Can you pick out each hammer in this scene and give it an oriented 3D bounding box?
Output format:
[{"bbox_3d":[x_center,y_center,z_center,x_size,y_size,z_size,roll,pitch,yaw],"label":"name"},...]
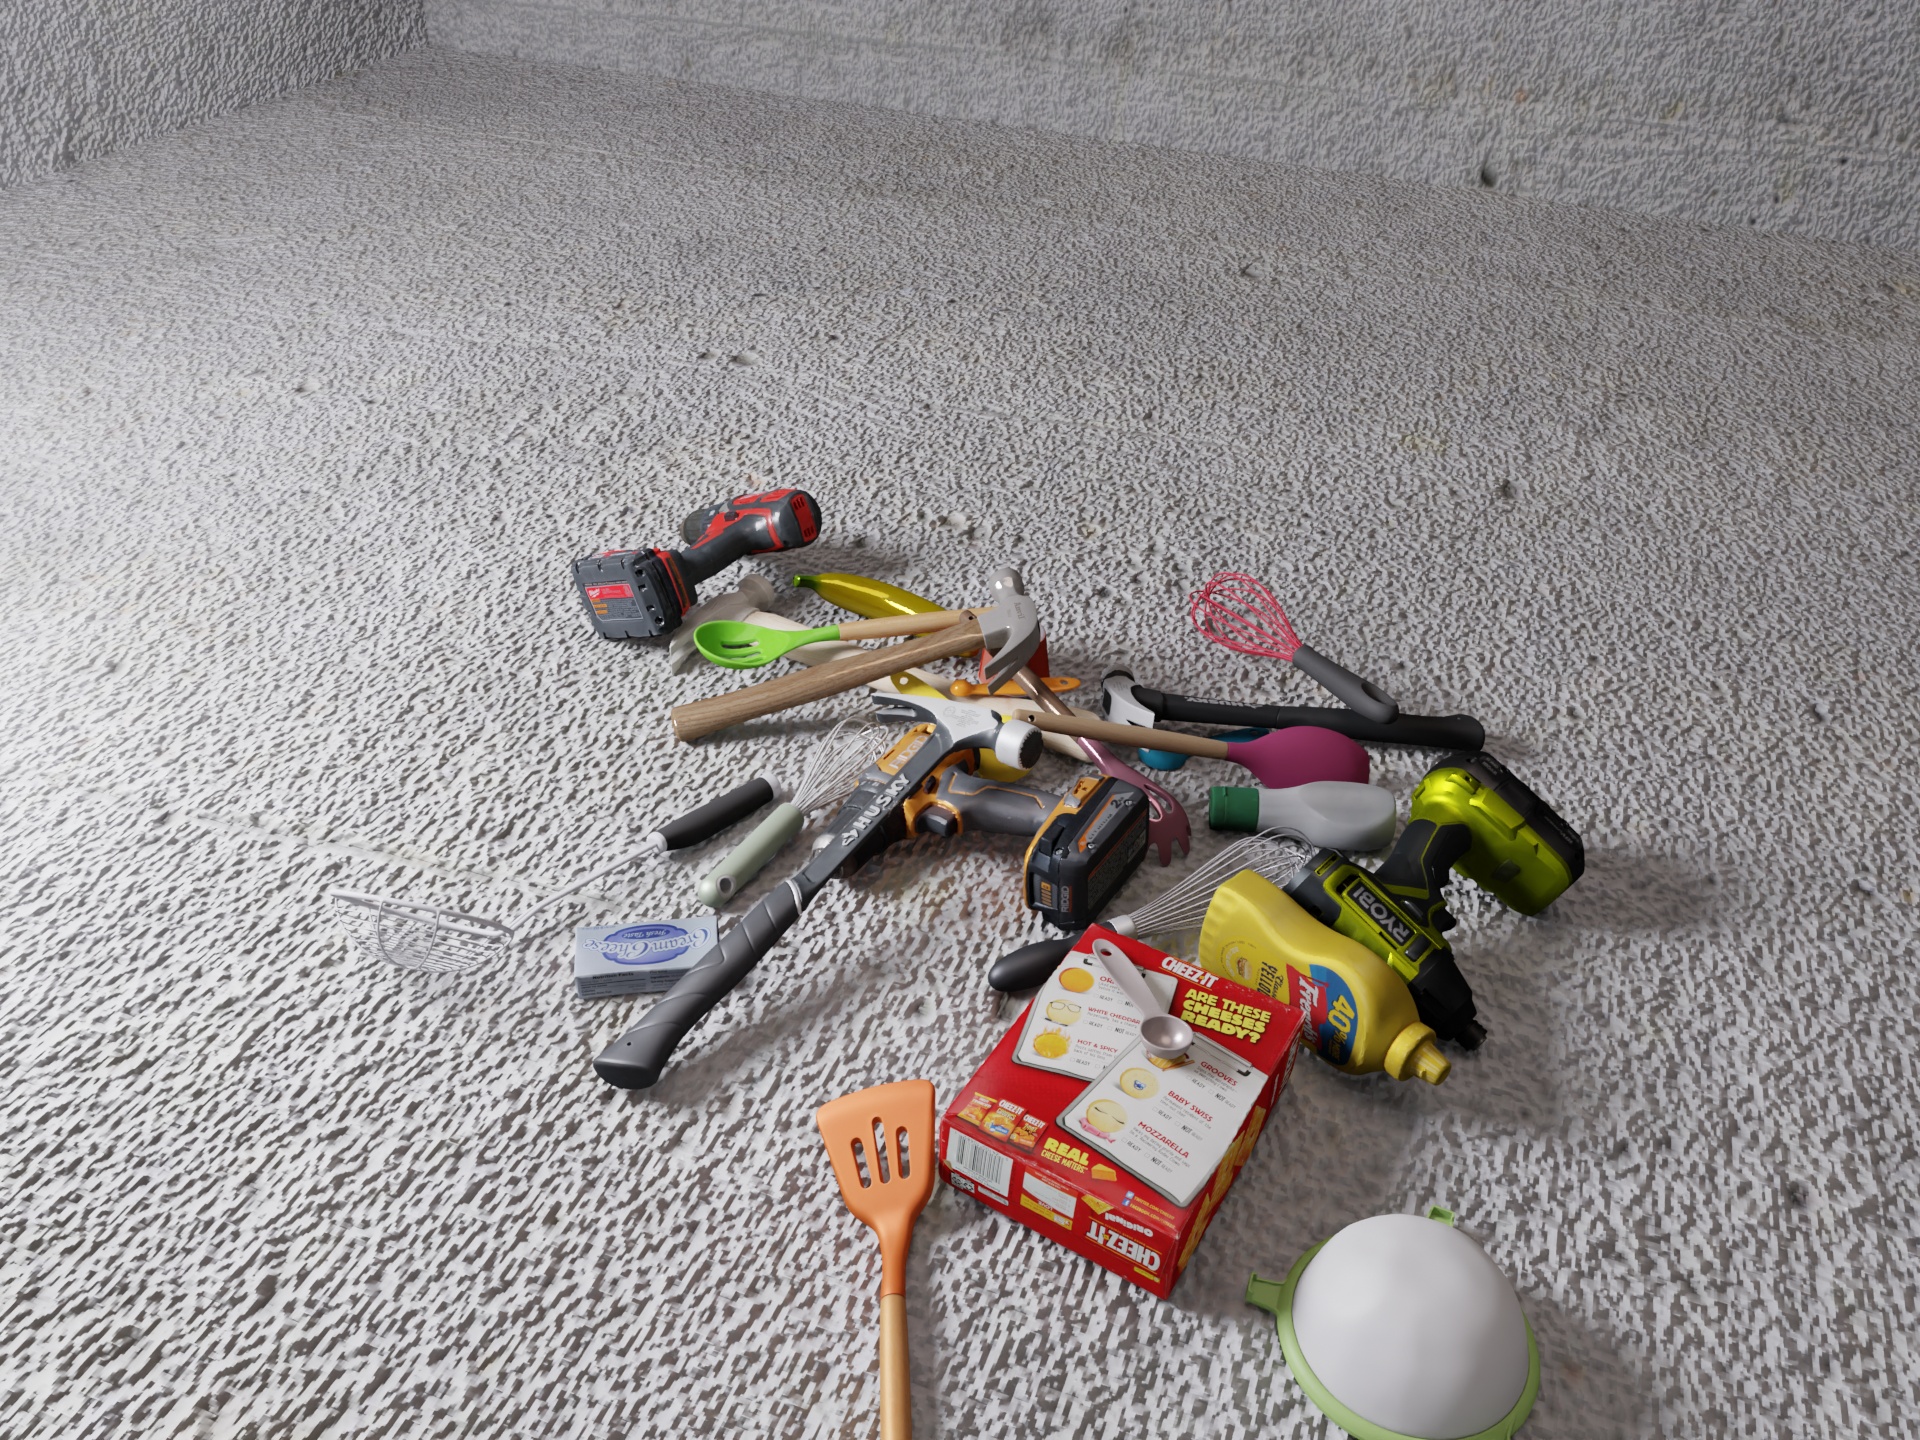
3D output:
[{"bbox_3d":[-0.090,-0.041,1.384,0.331,0.031,0.130,-17,41,0],"label":"hammer"},{"bbox_3d":[-0.067,-0.035,1.445,0.411,0.038,0.146,19,40,21],"label":"hammer"},{"bbox_3d":[0.293,0.000,1.400,0.334,0.035,0.146,5,19,-2],"label":"hammer"},{"bbox_3d":[-0.113,0.113,1.161,0.149,0.036,0.409,20,50,33],"label":"hammer"}]

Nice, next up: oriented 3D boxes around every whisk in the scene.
[{"bbox_3d":[0.304,-0.067,1.463,0.073,0.073,0.296,-14,31,-22],"label":"whisk"},{"bbox_3d":[0.149,0.149,1.191,0.284,0.070,0.070,-18,40,-19],"label":"whisk"},{"bbox_3d":[-0.133,0.072,1.290,0.059,0.057,0.246,-14,23,42],"label":"whisk"}]

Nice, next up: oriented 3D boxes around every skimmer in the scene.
[{"bbox_3d":[-0.290,0.092,1.207,0.363,0.090,0.127,-28,14,-39],"label":"skimmer"}]

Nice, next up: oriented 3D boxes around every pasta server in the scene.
[{"bbox_3d":[0.089,0.004,1.358,0.060,0.040,0.317,-24,50,-23],"label":"pasta server"}]

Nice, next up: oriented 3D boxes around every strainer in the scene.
[{"bbox_3d":[0.282,0.366,0.875,0.151,0.069,0.257,-12,36,-20],"label":"strainer"}]

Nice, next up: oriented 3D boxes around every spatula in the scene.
[{"bbox_3d":[-0.041,0.348,0.906,0.081,0.041,0.323,-16,37,8],"label":"spatula"}]

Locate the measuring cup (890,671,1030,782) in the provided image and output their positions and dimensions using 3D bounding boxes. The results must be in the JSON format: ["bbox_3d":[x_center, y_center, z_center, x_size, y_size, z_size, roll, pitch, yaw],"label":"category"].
[{"bbox_3d":[-0.002,-0.004,1.372,0.157,0.029,0.062,35,74,20],"label":"measuring cup"}]

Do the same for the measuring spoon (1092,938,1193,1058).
[{"bbox_3d":[0.116,0.184,1.051,0.034,0.018,0.124,-6,29,-18],"label":"measuring spoon"}]

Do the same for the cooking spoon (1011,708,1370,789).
[{"bbox_3d":[0.196,0.022,1.319,0.318,0.069,0.017,9,-8,-13],"label":"cooking spoon"}]

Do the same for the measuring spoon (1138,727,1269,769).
[{"bbox_3d":[0.217,0.015,1.404,0.128,0.021,0.042,-12,38,-19],"label":"measuring spoon"}]

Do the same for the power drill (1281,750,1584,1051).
[{"bbox_3d":[0.362,0.132,1.188,0.171,0.080,0.223,45,53,15],"label":"power drill"}]

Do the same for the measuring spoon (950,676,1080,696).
[{"bbox_3d":[0.049,-0.033,1.409,0.117,0.011,0.021,-3,39,-6],"label":"measuring spoon"}]

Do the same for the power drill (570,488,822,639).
[{"bbox_3d":[-0.267,-0.161,1.554,0.188,0.080,0.227,1,28,44],"label":"power drill"}]

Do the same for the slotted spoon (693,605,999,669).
[{"bbox_3d":[-0.086,-0.082,1.455,0.313,0.031,0.070,-8,39,-14],"label":"slotted spoon"}]

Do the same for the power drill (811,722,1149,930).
[{"bbox_3d":[0.011,0.087,1.246,0.226,0.084,0.185,19,41,28],"label":"power drill"}]
